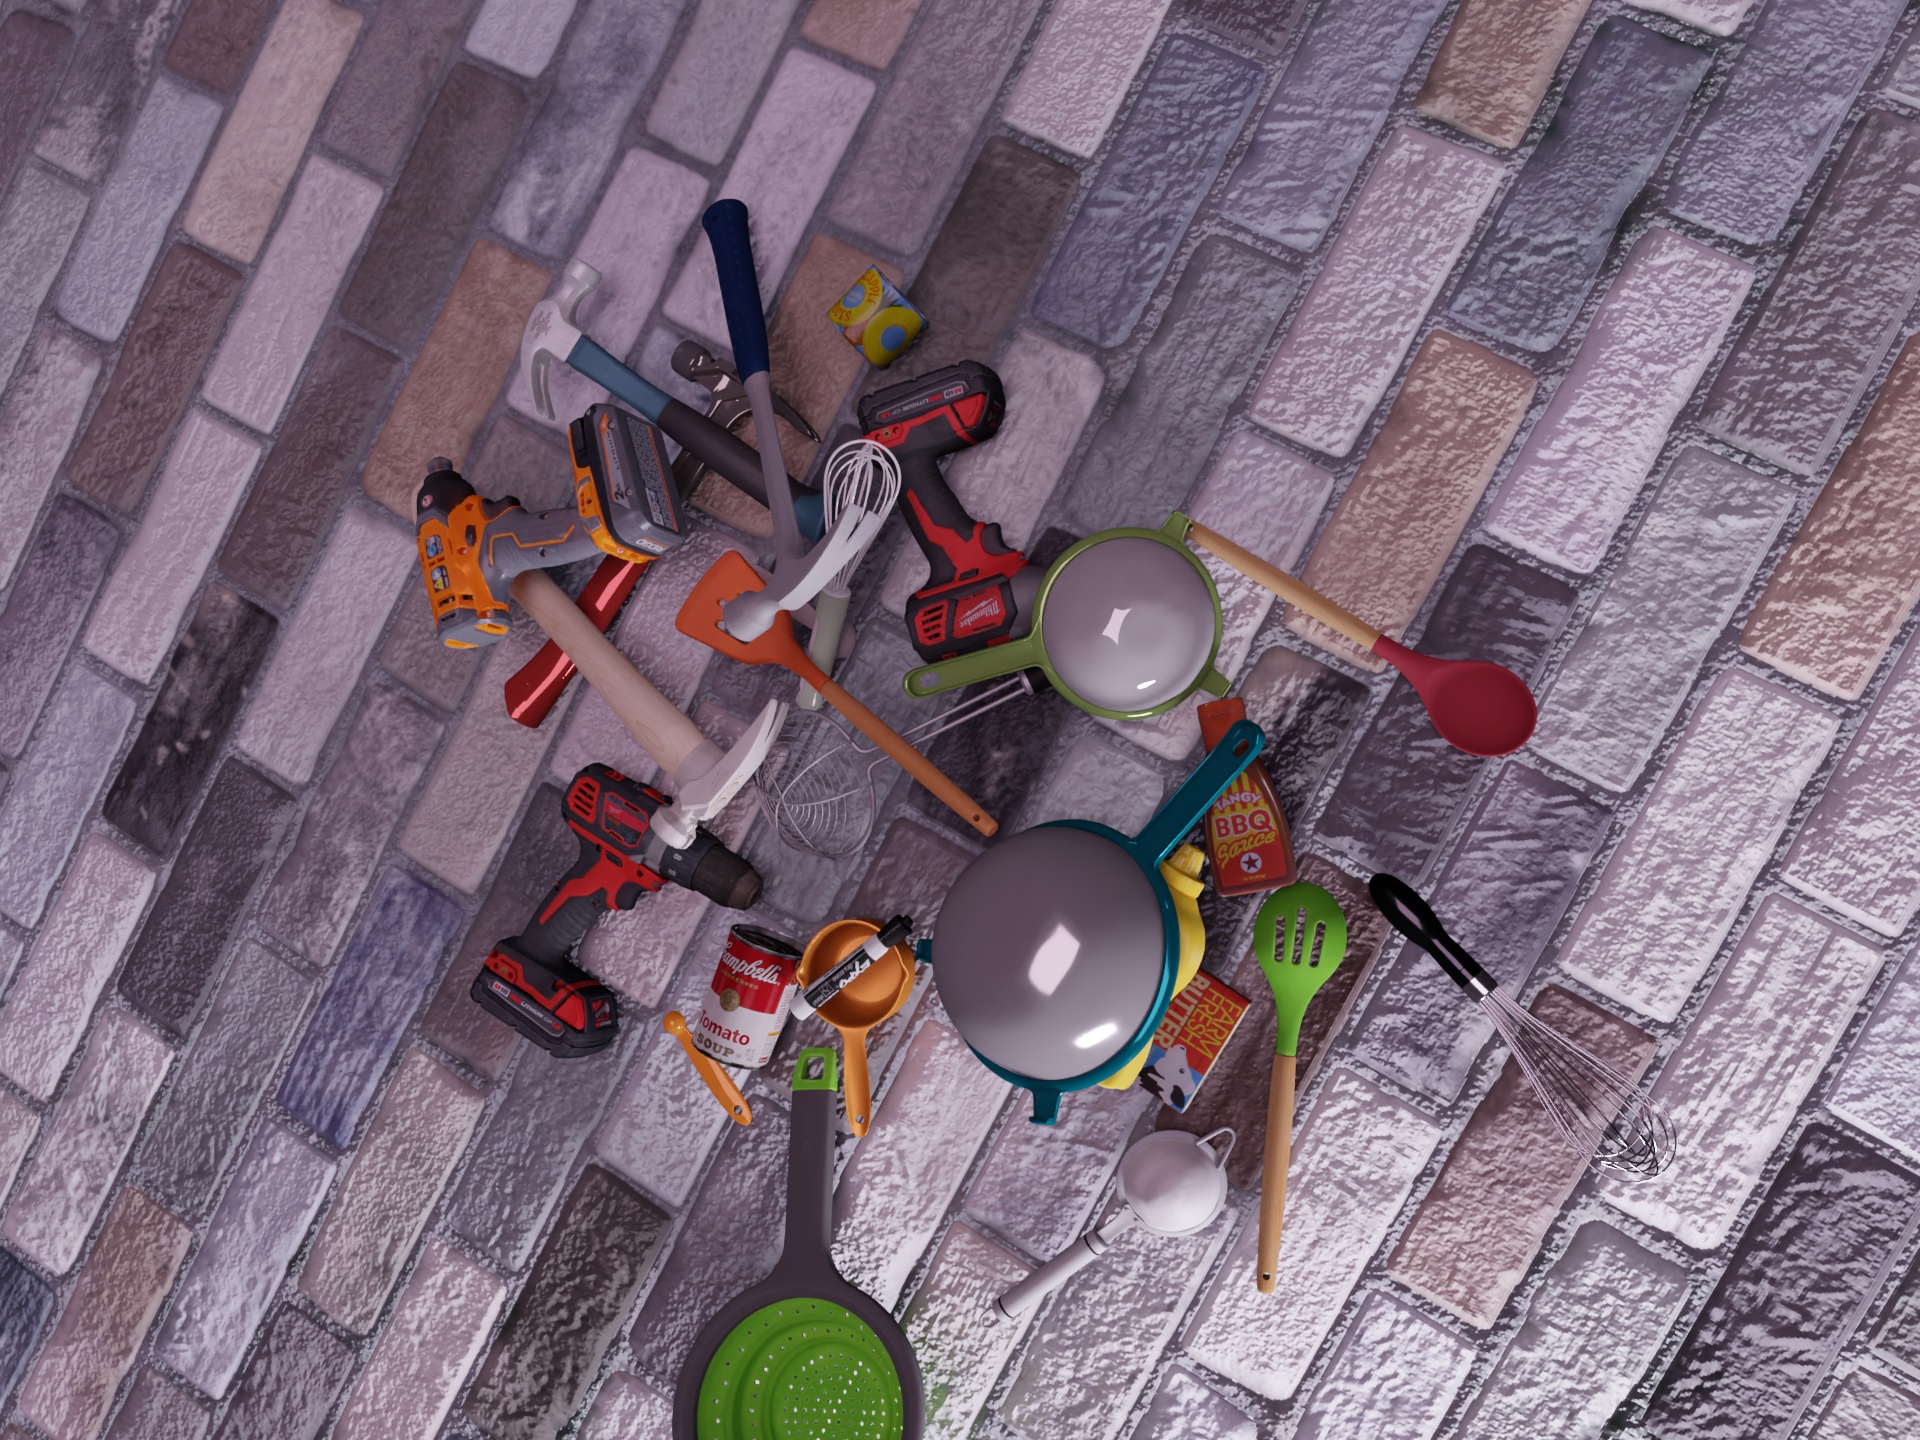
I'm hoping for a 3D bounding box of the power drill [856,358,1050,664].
[{"bbox_3d":[0.007,-0.166,1.275,0.143,0.078,0.220,-16,86,14],"label":"power drill"}]

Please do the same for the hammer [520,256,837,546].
[{"bbox_3d":[-0.234,-0.251,1.327,0.331,0.033,0.128,36,95,14],"label":"hammer"}]

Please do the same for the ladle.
[{"bbox_3d":[0.295,-0.073,1.218,0.315,0.031,0.069,35,94,16],"label":"ladle"}]

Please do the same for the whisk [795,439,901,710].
[{"bbox_3d":[-0.098,-0.111,1.272,0.059,0.058,0.246,13,120,-8],"label":"whisk"}]

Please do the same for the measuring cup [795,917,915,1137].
[{"bbox_3d":[-0.078,0.246,1.290,0.095,0.052,0.173,-3,89,15],"label":"measuring cup"}]

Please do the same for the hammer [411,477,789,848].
[{"bbox_3d":[-0.320,-0.081,1.334,0.411,0.038,0.146,43,97,19],"label":"hammer"}]

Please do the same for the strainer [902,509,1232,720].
[{"bbox_3d":[0.082,-0.057,1.205,0.256,0.069,0.151,-16,99,-4],"label":"strainer"}]

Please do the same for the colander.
[{"bbox_3d":[-0.113,0.469,1.279,0.204,0.094,0.397,-5,68,15],"label":"colander"}]

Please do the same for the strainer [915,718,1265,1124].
[{"bbox_3d":[0.091,0.122,1.181,0.340,0.095,0.211,-50,52,14],"label":"strainer"}]

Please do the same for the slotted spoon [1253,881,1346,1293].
[{"bbox_3d":[0.248,0.281,1.214,0.070,0.031,0.314,5,90,15],"label":"slotted spoon"}]

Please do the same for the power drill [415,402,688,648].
[{"bbox_3d":[-0.347,-0.172,1.297,0.226,0.084,0.164,-22,76,19],"label":"power drill"}]

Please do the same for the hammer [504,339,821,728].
[{"bbox_3d":[-0.273,-0.142,1.367,0.149,0.036,0.359,36,96,14],"label":"hammer"}]

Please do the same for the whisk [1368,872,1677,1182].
[{"bbox_3d":[0.404,0.218,1.163,0.070,0.070,0.285,-44,74,9],"label":"whisk"}]

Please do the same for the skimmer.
[{"bbox_3d":[-0.002,-0.004,1.292,0.363,0.090,0.127,-26,87,2],"label":"skimmer"}]

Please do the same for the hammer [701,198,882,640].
[{"bbox_3d":[-0.155,-0.264,1.261,0.144,0.035,0.406,-32,56,30],"label":"hammer"}]

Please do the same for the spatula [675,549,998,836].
[{"bbox_3d":[-0.093,-0.013,1.243,0.323,0.041,0.081,40,94,24],"label":"spatula"}]

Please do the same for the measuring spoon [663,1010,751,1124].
[{"bbox_3d":[-0.215,0.294,1.343,0.021,0.011,0.117,-41,78,10],"label":"measuring spoon"}]

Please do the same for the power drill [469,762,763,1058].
[{"bbox_3d":[-0.286,0.171,1.338,0.188,0.080,0.226,29,92,14],"label":"power drill"}]

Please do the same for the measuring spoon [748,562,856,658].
[{"bbox_3d":[-0.140,-0.096,1.338,0.124,0.018,0.034,37,97,14],"label":"measuring spoon"}]

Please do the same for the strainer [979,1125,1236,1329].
[{"bbox_3d":[0.113,0.403,1.239,0.258,0.050,0.087,-40,93,13],"label":"strainer"}]
